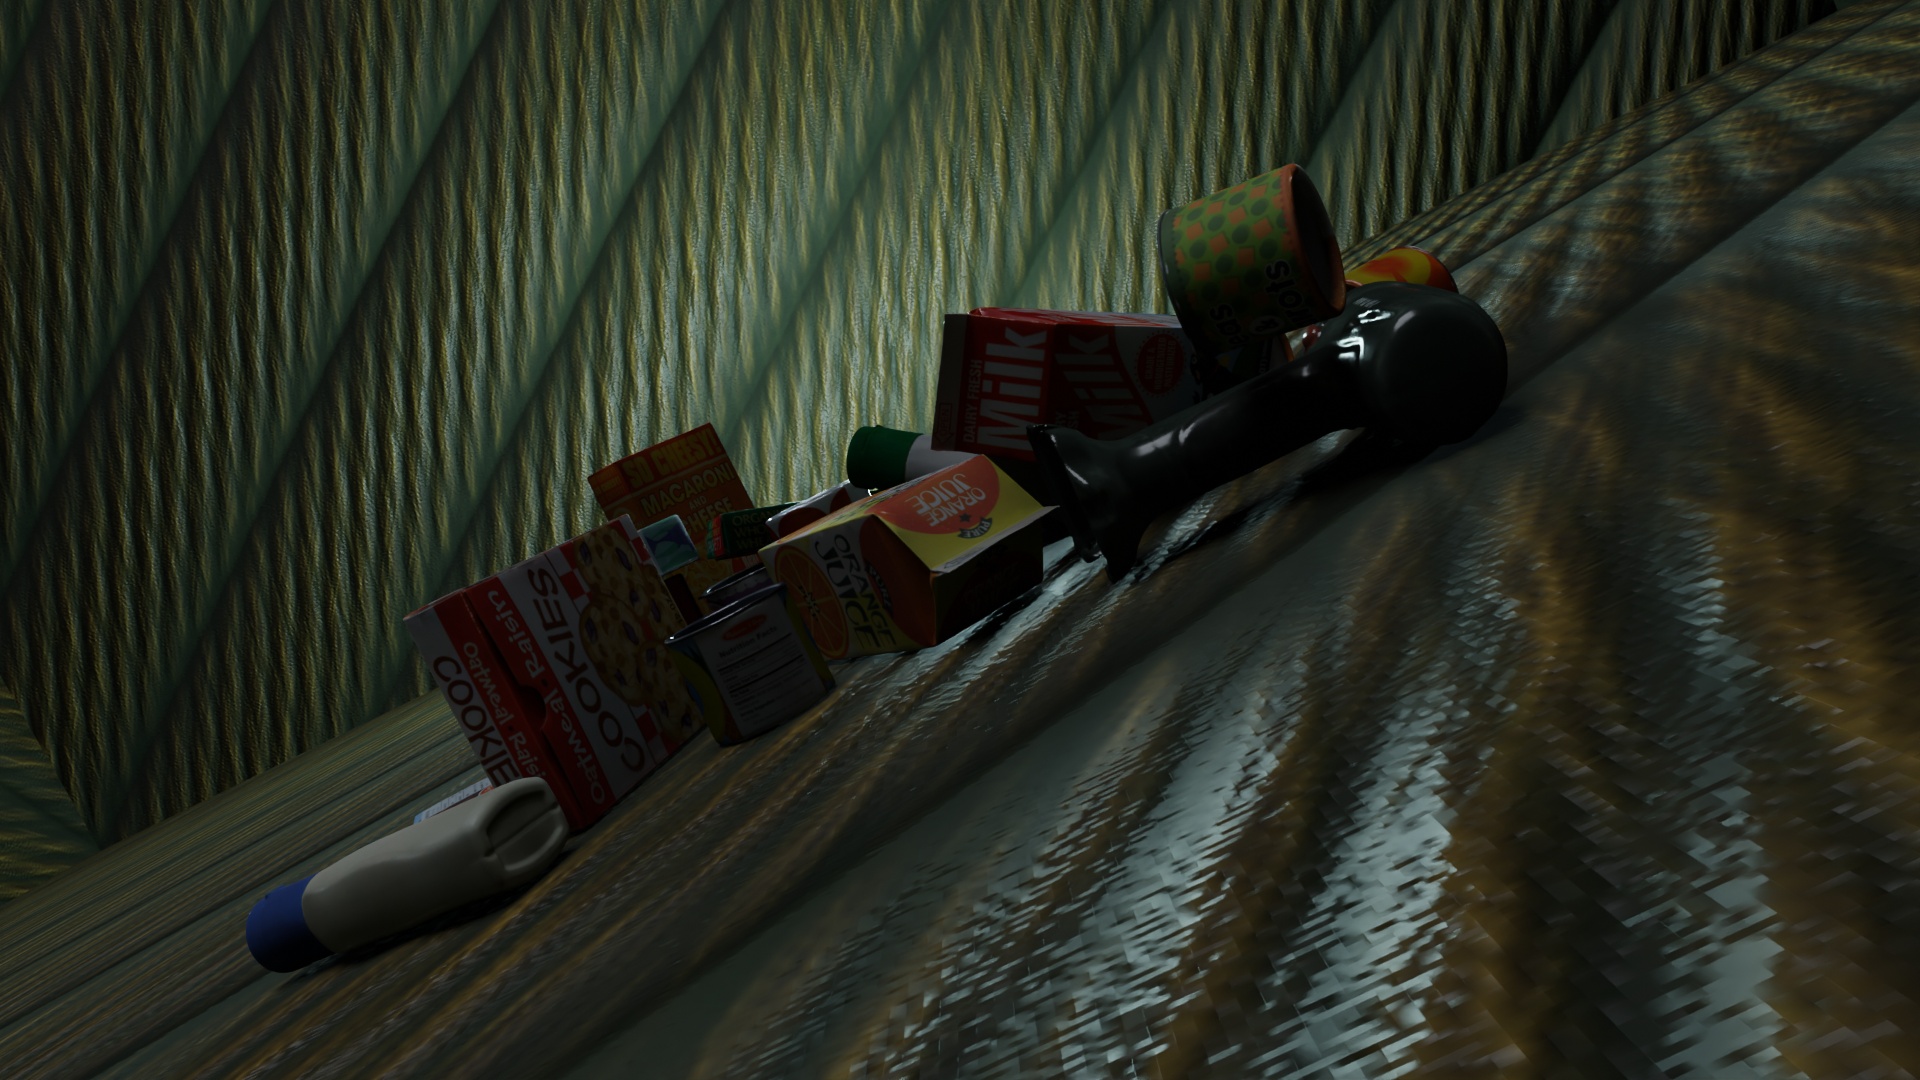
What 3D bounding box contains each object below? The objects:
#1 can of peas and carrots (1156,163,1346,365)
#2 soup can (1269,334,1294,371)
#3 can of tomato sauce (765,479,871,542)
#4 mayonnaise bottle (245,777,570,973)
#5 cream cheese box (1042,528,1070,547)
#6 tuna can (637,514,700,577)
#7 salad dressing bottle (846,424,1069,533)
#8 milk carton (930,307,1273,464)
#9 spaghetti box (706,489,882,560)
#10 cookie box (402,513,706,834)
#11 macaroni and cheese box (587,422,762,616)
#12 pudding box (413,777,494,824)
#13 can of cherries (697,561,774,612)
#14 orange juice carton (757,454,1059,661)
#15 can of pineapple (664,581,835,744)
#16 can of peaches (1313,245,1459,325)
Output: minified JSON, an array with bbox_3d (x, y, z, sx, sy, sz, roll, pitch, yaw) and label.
[{"bbox_3d":[0.122,-0.114,0.579,0.058,0.071,0.071,-16,10,29],"label":"can of peas and carrots"},{"bbox_3d":[0.185,-0.124,0.995,0.072,0.071,0.083,-31,8,-41],"label":"soup can"},{"bbox_3d":[-0.073,0.012,0.844,0.071,0.083,0.071,-25,6,3],"label":"can of tomato sauce"},{"bbox_3d":[-0.244,0.148,0.601,0.148,0.041,0.065,-25,4,20],"label":"mayonnaise bottle"},{"bbox_3d":[0.064,-0.021,0.841,0.053,0.024,0.104,-25,6,21],"label":"cream cheese box"},{"bbox_3d":[-0.200,0.011,0.878,0.071,0.033,0.071,-26,4,2],"label":"tuna can"},{"bbox_3d":[0.010,-0.036,0.770,0.148,0.044,0.064,11,-2,21],"label":"salad dressing bottle"},{"bbox_3d":[0.069,-0.083,0.736,0.191,0.072,0.073,-3,16,-33],"label":"milk carton"},{"bbox_3d":[-0.048,-0.021,0.951,0.251,0.028,0.050,-10,-1,-22],"label":"spaghetti box"},{"bbox_3d":[-0.191,0.064,0.706,0.040,0.123,0.168,-25,6,18],"label":"cookie box"},{"bbox_3d":[-0.213,0.001,1.121,0.040,0.166,0.124,-23,6,33],"label":"macaroni and cheese box"},{"bbox_3d":[-0.245,0.143,0.692,0.050,0.030,0.083,-27,6,-20],"label":"pudding box"},{"bbox_3d":[-0.125,0.046,0.891,0.071,0.058,0.071,-25,7,3],"label":"can of cherries"},{"bbox_3d":[-0.026,0.011,0.711,0.072,0.073,0.192,-29,7,-30],"label":"orange juice carton"},{"bbox_3d":[-0.103,0.060,0.685,0.071,0.058,0.071,-25,6,3],"label":"can of pineapple"},{"bbox_3d":[0.255,-0.135,0.830,0.058,0.071,0.071,-28,6,-25],"label":"can of peaches"}]
